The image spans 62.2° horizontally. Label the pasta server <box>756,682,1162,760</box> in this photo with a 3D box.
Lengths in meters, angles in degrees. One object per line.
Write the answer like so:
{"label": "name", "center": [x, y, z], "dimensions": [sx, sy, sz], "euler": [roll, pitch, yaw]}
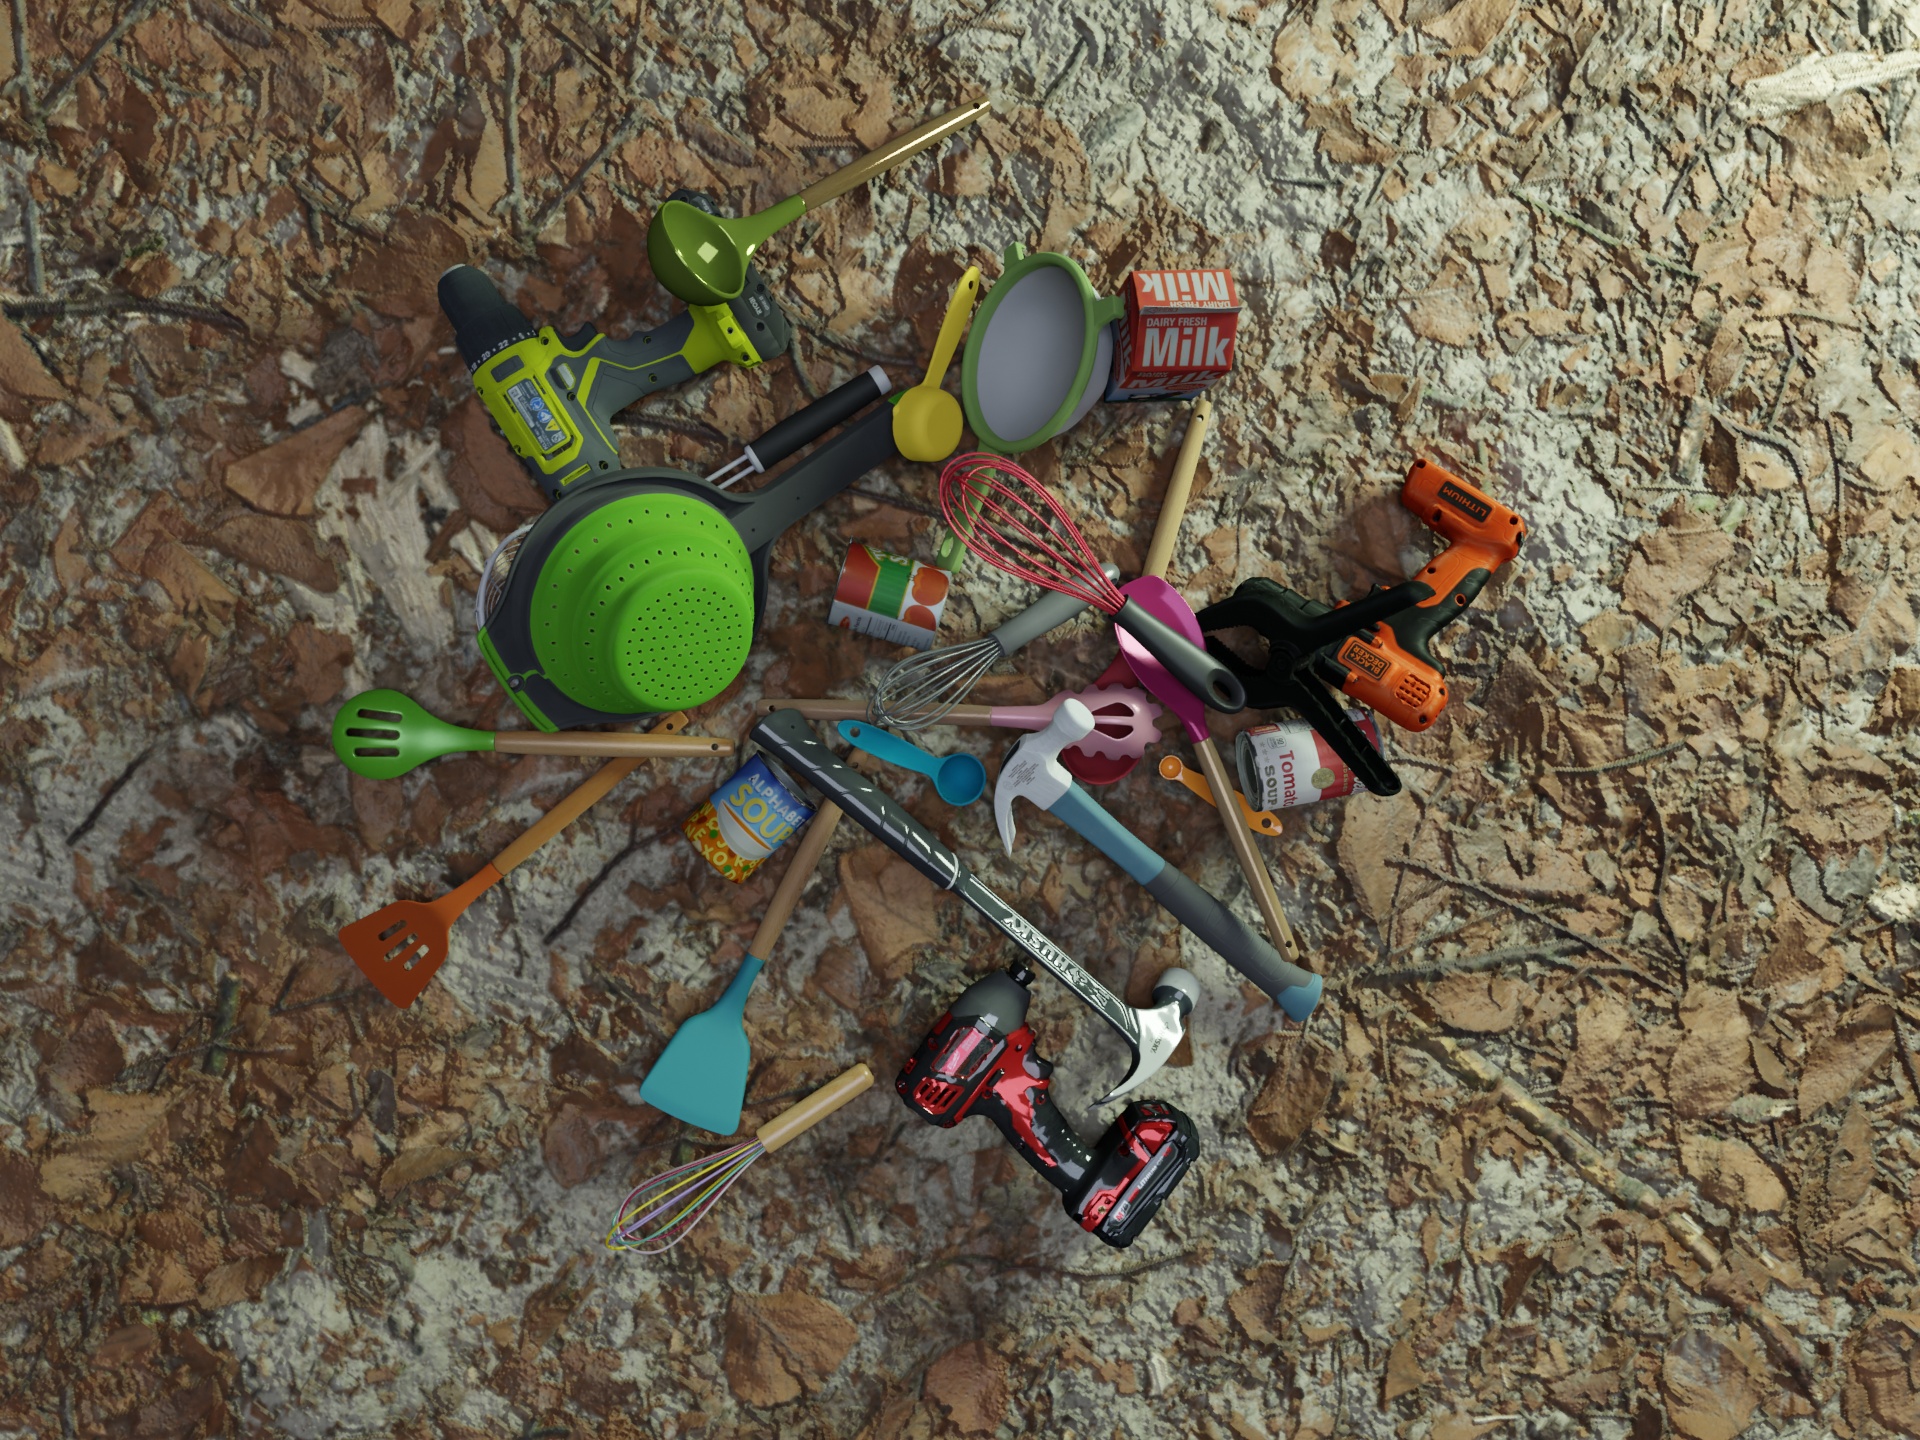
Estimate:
{"label": "pasta server", "center": [-0.002, -0.004, 1.238], "dimensions": [0.316, 0.040, 0.060], "euler": [2, 88, 7]}

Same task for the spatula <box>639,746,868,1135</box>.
{"label": "spatula", "center": [-0.146, 0.165, 1.246], "dimensions": [0.082, 0.044, 0.317], "euler": [26, 90, -9]}

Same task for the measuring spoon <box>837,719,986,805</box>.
{"label": "measuring spoon", "center": [-0.040, 0.028, 1.246], "dimensions": [0.128, 0.021, 0.042], "euler": [25, 88, -16]}

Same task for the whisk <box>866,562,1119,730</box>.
{"label": "whisk", "center": [0.028, -0.061, 1.221], "dimensions": [0.239, 0.055, 0.055], "euler": [-33, 95, -19]}

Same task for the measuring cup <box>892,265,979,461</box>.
{"label": "measuring cup", "center": [-0.006, -0.272, 1.213], "dimensions": [0.029, 0.062, 0.156], "euler": [19, 89, 40]}

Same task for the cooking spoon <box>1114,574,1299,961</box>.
{"label": "cooking spoon", "center": [0.195, 0.039, 1.229], "dimensions": [0.069, 0.017, 0.319], "euler": [-23, 92, -18]}

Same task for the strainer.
{"label": "strainer", "center": [0.052, -0.225, 1.220], "dimensions": [0.069, 0.152, 0.256], "euler": [6, 116, -37]}

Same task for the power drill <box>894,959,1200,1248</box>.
{"label": "power drill", "center": [0.073, 0.298, 1.254], "dimensions": [0.219, 0.078, 0.143], "euler": [37, 90, -2]}

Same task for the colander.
{"label": "colander", "center": [-0.154, -0.121, 1.169], "dimensions": [0.397, 0.095, 0.204], "euler": [-37, 132, -13]}

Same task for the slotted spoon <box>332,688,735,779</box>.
{"label": "slotted spoon", "center": [-0.331, 0.015, 1.223], "dimensions": [0.313, 0.031, 0.070], "euler": [2, 87, -1]}

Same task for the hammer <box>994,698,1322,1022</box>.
{"label": "hammer", "center": [0.161, 0.126, 1.242], "dimensions": [0.331, 0.033, 0.128], "euler": [40, 118, -13]}

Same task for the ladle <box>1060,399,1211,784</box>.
{"label": "ladle", "center": [0.147, -0.101, 1.257], "dimensions": [0.069, 0.031, 0.315], "euler": [17, 90, 0]}

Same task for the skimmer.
{"label": "skimmer", "center": [-0.200, -0.155, 1.201], "dimensions": [0.363, 0.090, 0.127], "euler": [-33, 124, -3]}

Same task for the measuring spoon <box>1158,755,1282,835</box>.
{"label": "measuring spoon", "center": [0.209, 0.061, 1.280], "dimensions": [0.117, 0.011, 0.021], "euler": [30, 89, -8]}

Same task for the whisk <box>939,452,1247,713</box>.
{"label": "whisk", "center": [0.102, -0.096, 1.181], "dimensions": [0.295, 0.073, 0.073], "euler": [37, 91, -15]}

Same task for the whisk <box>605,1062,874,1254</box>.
{"label": "whisk", "center": [-0.174, 0.347, 1.261], "dimensions": [0.245, 0.051, 0.047], "euler": [-33, 116, -5]}

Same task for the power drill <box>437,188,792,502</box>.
{"label": "power drill", "center": [-0.262, -0.297, 1.197], "dimensions": [0.228, 0.080, 0.190], "euler": [-31, 95, 1]}

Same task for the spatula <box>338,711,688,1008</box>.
{"label": "spatula", "center": [-0.341, 0.098, 1.242], "dimensions": [0.322, 0.041, 0.081], "euler": [-40, 95, -5]}

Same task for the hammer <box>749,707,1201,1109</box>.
{"label": "hammer", "center": [0.003, 0.132, 1.220], "dimensions": [0.409, 0.149, 0.036], "euler": [40, 135, -2]}

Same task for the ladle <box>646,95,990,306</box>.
{"label": "ladle", "center": [-0.093, -0.393, 1.159], "dimensions": [0.320, 0.062, 0.078], "euler": [-37, 98, -24]}
